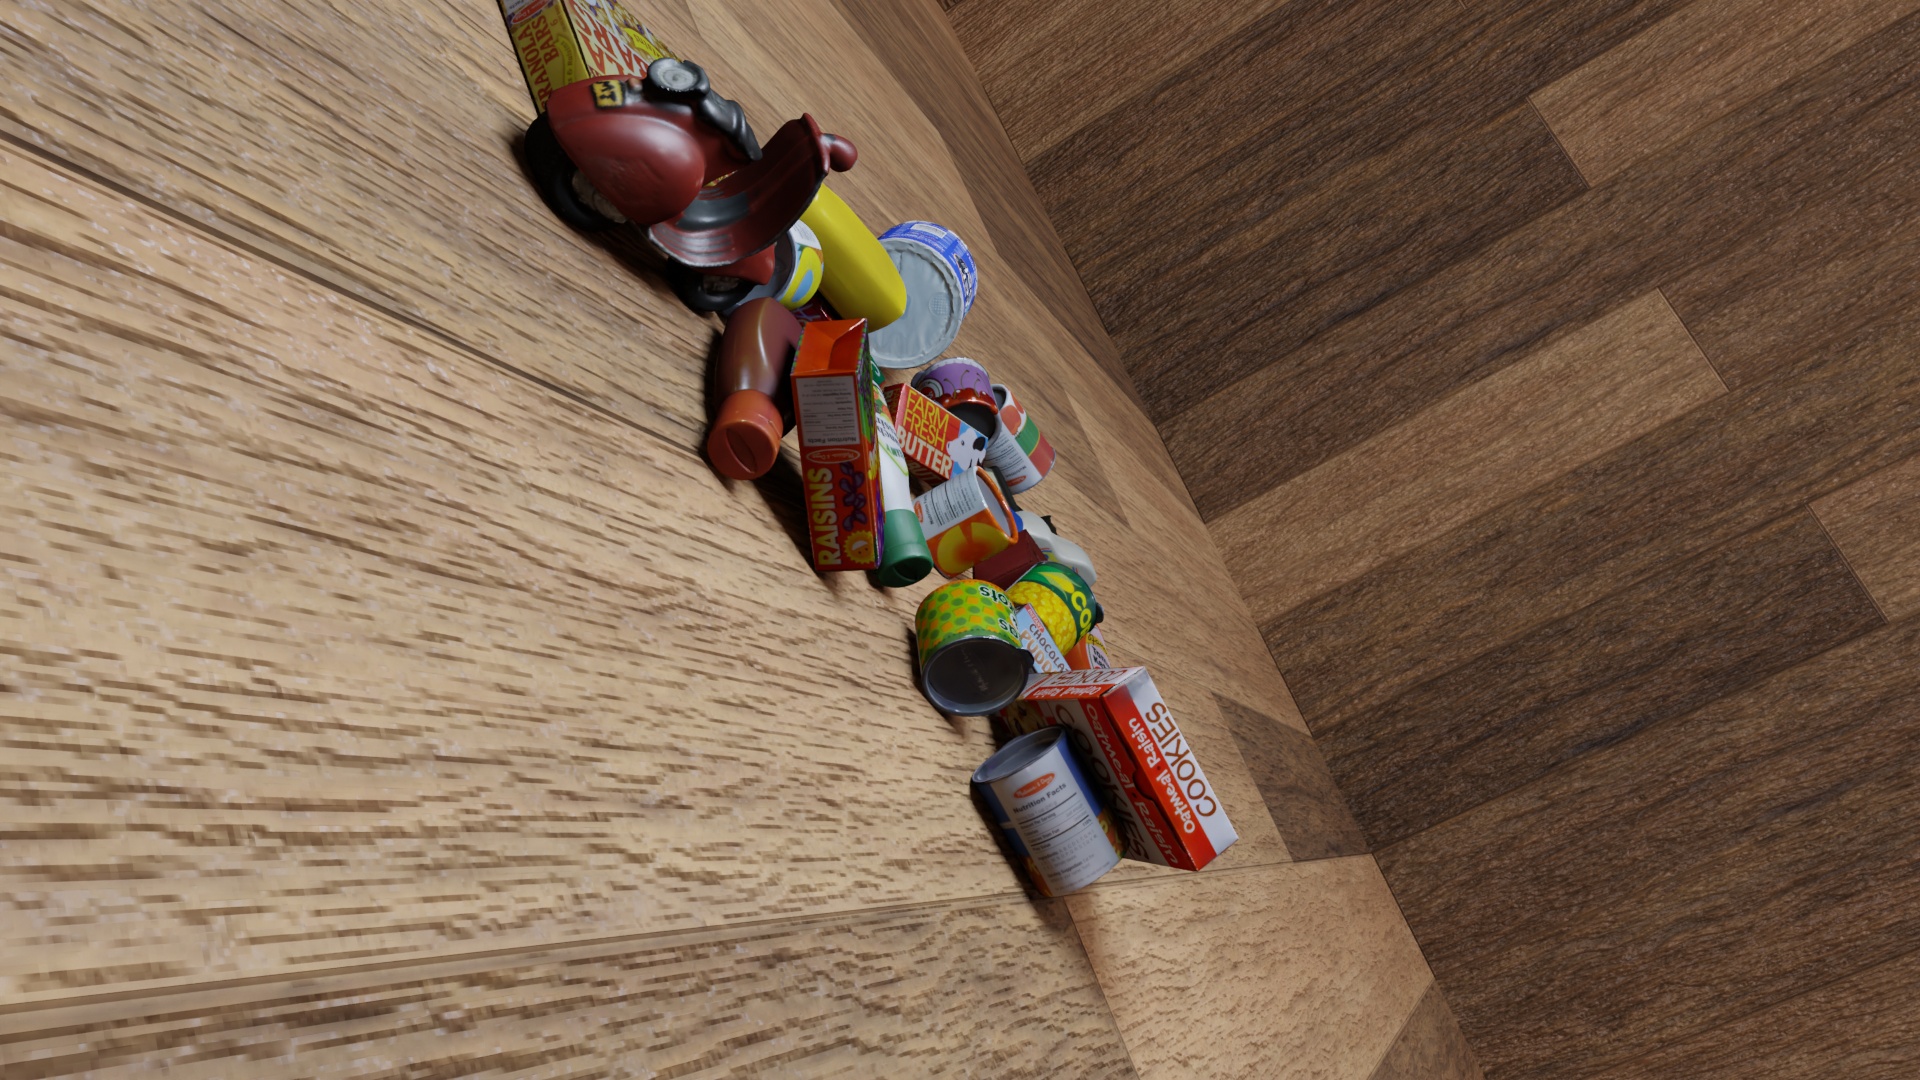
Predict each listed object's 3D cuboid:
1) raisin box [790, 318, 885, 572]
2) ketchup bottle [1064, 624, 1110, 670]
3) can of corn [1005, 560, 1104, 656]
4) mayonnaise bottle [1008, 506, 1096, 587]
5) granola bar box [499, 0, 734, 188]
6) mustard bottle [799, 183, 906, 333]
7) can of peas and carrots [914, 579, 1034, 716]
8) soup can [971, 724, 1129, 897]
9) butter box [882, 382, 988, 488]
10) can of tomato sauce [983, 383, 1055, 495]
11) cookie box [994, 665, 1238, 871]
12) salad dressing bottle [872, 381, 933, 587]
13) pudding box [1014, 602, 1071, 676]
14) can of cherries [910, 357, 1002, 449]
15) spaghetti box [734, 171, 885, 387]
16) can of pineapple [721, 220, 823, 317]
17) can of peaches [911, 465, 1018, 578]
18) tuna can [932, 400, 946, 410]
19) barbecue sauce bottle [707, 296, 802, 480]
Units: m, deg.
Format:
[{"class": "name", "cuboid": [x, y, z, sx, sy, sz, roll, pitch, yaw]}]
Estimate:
[{"class": "raisin box", "cuboid": [-0.068, -0.055, 0.797, 0.086, 0.040, 0.122, -92, 179, -62]}, {"class": "ketchup bottle", "cuboid": [0.102, 0.098, 1.189, 0.064, 0.043, 0.149, 53, 16, -28]}, {"class": "can of corn", "cuboid": [0.061, 0.058, 1.030, 0.058, 0.071, 0.071, -39, 102, -41]}, {"class": "mayonnaise bottle", "cuboid": [0.055, 0.009, 1.162, 0.148, 0.064, 0.041, 39, 21, -48]}, {"class": "granola bar box", "cuboid": [-0.204, -0.274, 0.845, 0.165, 0.039, 0.124, 27, 37, -65]}, {"class": "mustard bottle", "cuboid": [-0.097, -0.211, 0.957, 0.160, 0.048, 0.065, 45, 23, -44]}, {"class": "can of peas and carrots", "cuboid": [0.008, 0.065, 0.868, 0.070, 0.071, 0.059, 52, 16, -34]}, {"class": "soup can", "cuboid": [0.056, 0.165, 0.855, 0.083, 0.071, 0.071, 61, 14, -5]}, {"class": "butter box", "cuboid": [-0.023, -0.073, 1.043, 0.103, 0.024, 0.053, 29, 63, -45]}, {"class": "can of tomato sauce", "cuboid": [0.039, -0.095, 1.285, 0.083, 0.071, 0.071, 51, 17, -33]}, {"class": "cookie box", "cuboid": [0.092, 0.145, 0.893, 0.123, 0.040, 0.167, 61, -23, -5]}, {"class": "salad dressing bottle", "cuboid": [-0.055, -0.039, 0.903, 0.064, 0.044, 0.148, 42, 24, -56]}, {"class": "pudding box", "cuboid": [0.047, 0.090, 0.994, 0.030, 0.049, 0.083, -38, 101, -38]}, {"class": "can of cherries", "cuboid": [-0.004, -0.112, 1.181, 0.071, 0.071, 0.059, 47, 21, -44]}, {"class": "spaghetti box", "cuboid": [-0.132, -0.206, 0.987, 0.249, 0.028, 0.050, 58, 15, -10]}, {"class": "can of pineapple", "cuboid": [-0.127, -0.175, 0.877, 0.071, 0.071, 0.058, 61, 14, 0]}, {"class": "can of peaches", "cuboid": [0.004, -0.013, 1.027, 0.071, 0.058, 0.071, 55, 16, -23]}, {"class": "tuna can", "cuboid": [-0.018, -0.075, 1.119, 0.071, 0.033, 0.071, 55, 15, -23]}, {"class": "barbecue sauce bottle", "cuboid": [-0.114, -0.084, 0.787, 0.149, 0.043, 0.064, -91, 157, -60]}]
